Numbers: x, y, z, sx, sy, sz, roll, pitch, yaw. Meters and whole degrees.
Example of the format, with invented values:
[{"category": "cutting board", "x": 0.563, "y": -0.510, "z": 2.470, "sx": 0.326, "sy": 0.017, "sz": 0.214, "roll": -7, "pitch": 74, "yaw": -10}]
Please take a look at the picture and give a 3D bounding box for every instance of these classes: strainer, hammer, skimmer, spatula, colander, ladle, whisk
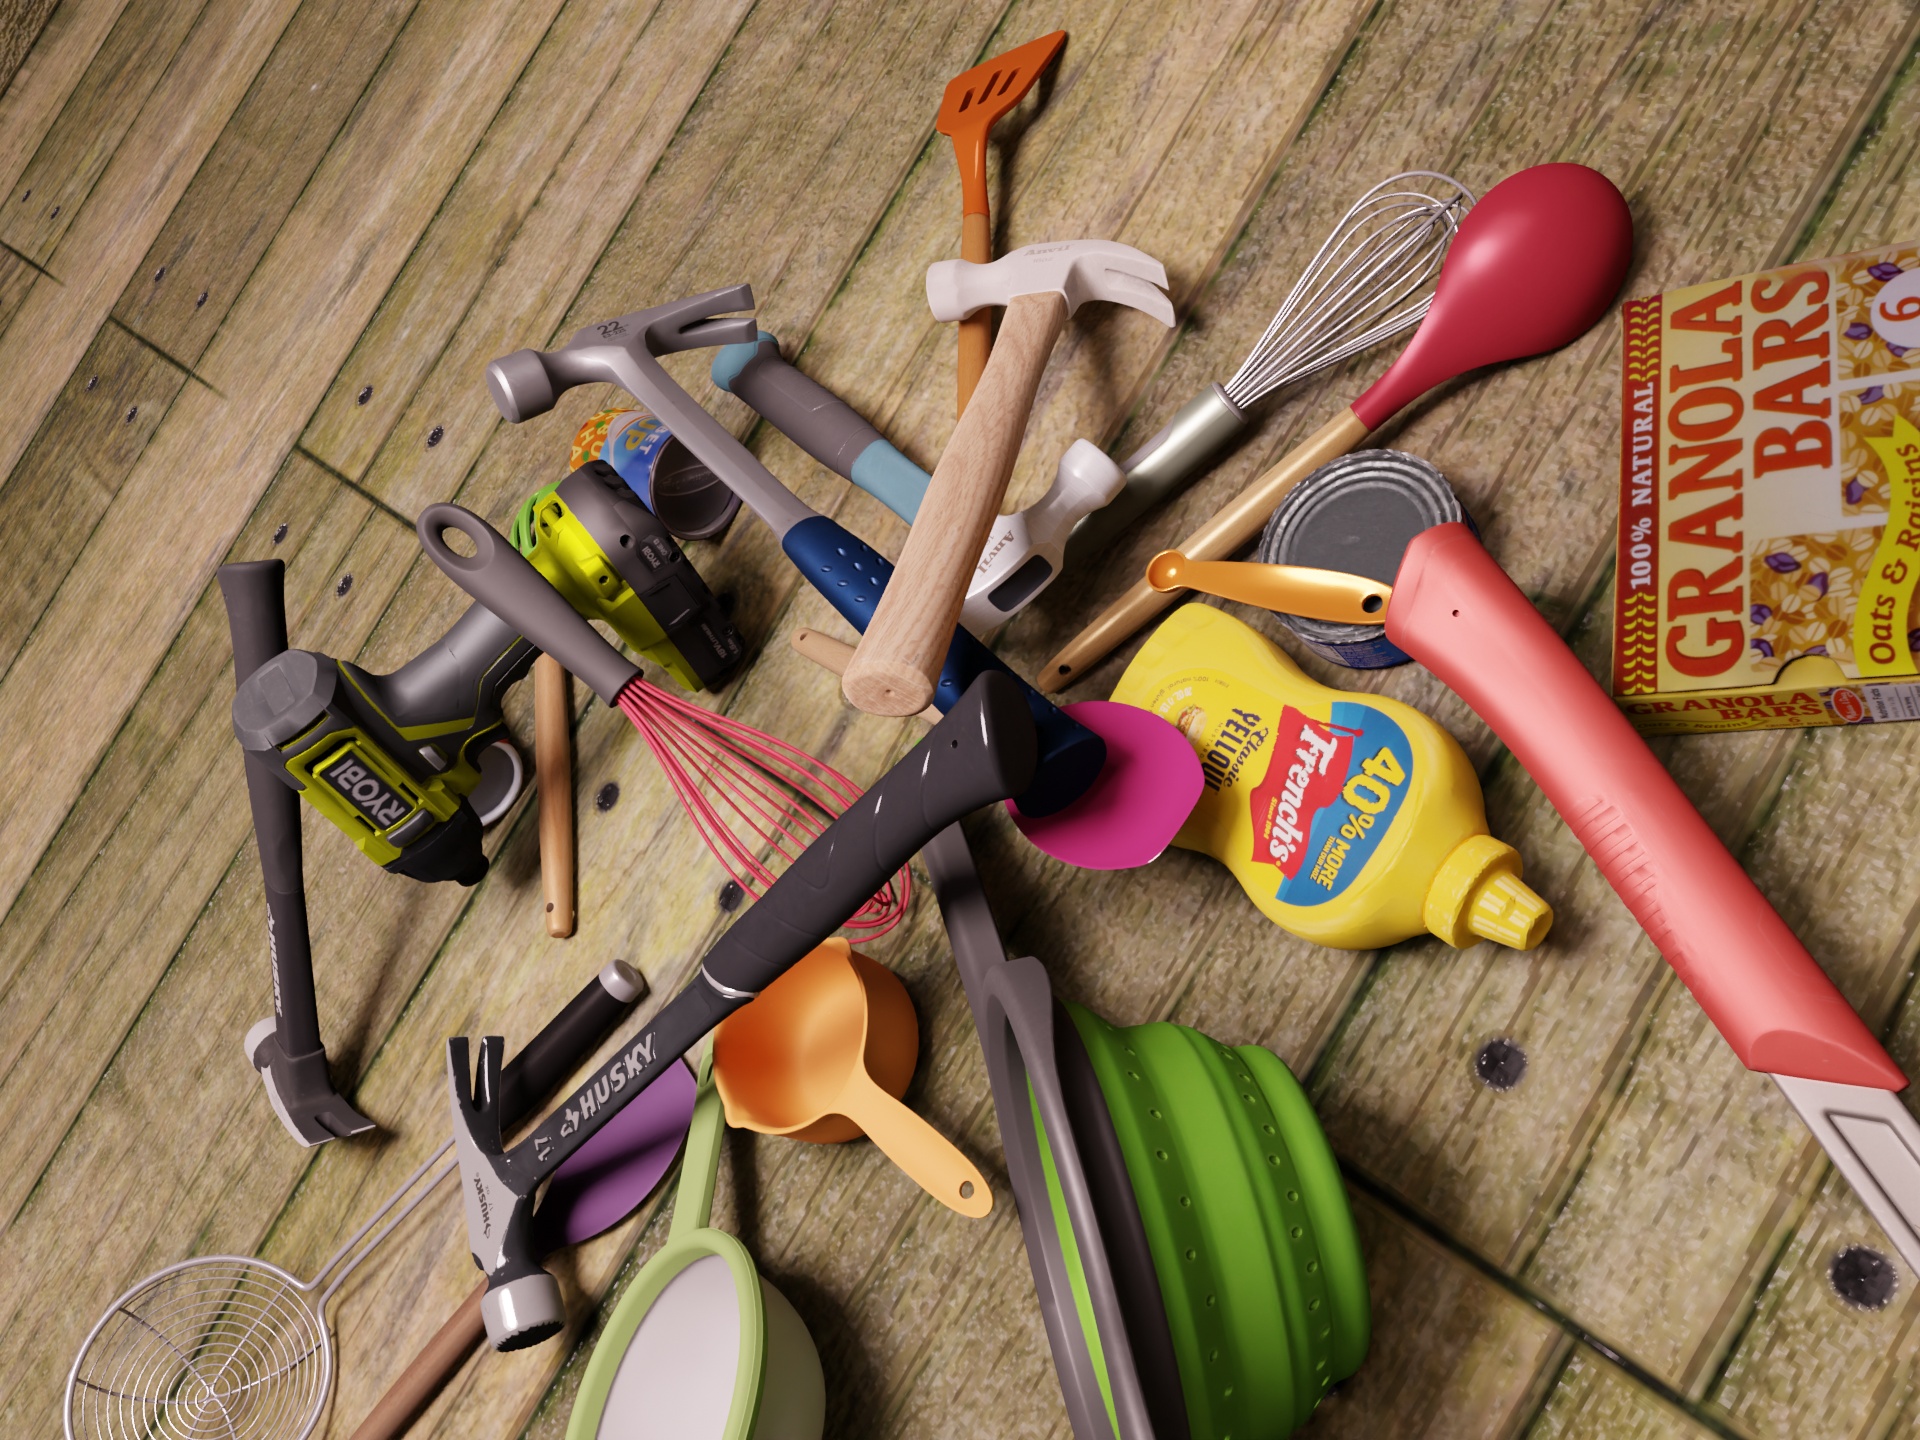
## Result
[{"category": "strainer", "x": -0.099, "y": 0.254, "z": 0.687, "sx": 0.151, "sy": 0.069, "sz": 0.257, "roll": -41, "pitch": 31, "yaw": 35}, {"category": "hammer", "x": -0.108, "y": 0.115, "z": 0.674, "sx": 0.409, "sy": 0.036, "sz": 0.149, "roll": -44, "pitch": 56, "yaw": 30}, {"category": "skimmer", "x": -0.305, "y": 0.254, "z": 0.812, "sx": 0.363, "sy": 0.090, "sz": 0.127, "roll": -45, "pitch": 73, "yaw": 9}, {"category": "spatula", "x": -0.234, "y": 0.290, "z": 0.791, "sx": 0.316, "sy": 0.018, "sz": 0.060, "roll": -49, "pitch": 50, "yaw": 6}, {"category": "colander", "x": 0.058, "y": 0.126, "z": 0.600, "sx": 0.094, "sy": 0.204, "sz": 0.398, "roll": -12, "pitch": 38, "yaw": -6}, {"category": "ladle", "x": 0.150, "y": -0.113, "z": 0.680, "sx": 0.315, "sy": 0.069, "sz": 0.031, "roll": -41, "pitch": 8, "yaw": 20}, {"category": "whisk", "x": -0.141, "y": -0.003, "z": 0.742, "sx": 0.296, "sy": 0.073, "sz": 0.073, "roll": 41, "pitch": 97, "yaw": 4}, {"category": "spatula", "x": 0.014, "y": -0.244, "z": 0.858, "sx": 0.081, "sy": 0.041, "sz": 0.323, "roll": -11, "pitch": 67, "yaw": 32}, {"category": "hammer", "x": -0.050, "y": -0.139, "z": 0.823, "sx": 0.128, "sy": 0.033, "sz": 0.331, "roll": -49, "pitch": 42, "yaw": 2}, {"category": "whisk", "x": 0.126, "y": -0.148, "z": 0.712, "sx": 0.246, "sy": 0.059, "sz": 0.058, "roll": -40, "pitch": 10, "yaw": 21}, {"category": "hammer", "x": -0.071, "y": -0.094, "z": 0.725, "sx": 0.144, "sy": 0.035, "sz": 0.406, "roll": -28, "pitch": 49, "yaw": -22}, {"category": "hammer", "x": 0.251, "y": 0.072, "z": 0.490, "sx": 0.149, "sy": 0.036, "sz": 0.359, "roll": -37, "pitch": 60, "yaw": 18}, {"category": "hammer", "x": 0.014, "y": -0.122, "z": 0.691, "sx": 0.130, "sy": 0.031, "sz": 0.332, "roll": -4, "pitch": 42, "yaw": 21}, {"category": "hammer", "x": -0.366, "y": 0.074, "z": 0.860, "sx": 0.146, "sy": 0.035, "sz": 0.334, "roll": 27, "pitch": 120, "yaw": 48}]

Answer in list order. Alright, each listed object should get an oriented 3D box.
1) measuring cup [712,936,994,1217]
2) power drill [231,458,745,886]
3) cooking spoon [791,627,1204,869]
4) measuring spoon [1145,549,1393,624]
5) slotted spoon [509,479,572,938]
[{"category": "measuring cup", "x": -0.034, "y": 0.161, "z": 0.681, "sx": 0.174, "sy": 0.052, "sz": 0.095, "roll": 31, "pitch": 89, "yaw": 40}, {"category": "power drill", "x": -0.234, "y": -0.016, "z": 0.831, "sx": 0.223, "sy": 0.171, "sz": 0.080, "roll": -38, "pitch": 48, "yaw": -7}, {"category": "cooking spoon", "x": -0.001, "y": -0.002, "z": 0.710, "sx": 0.069, "sy": 0.017, "sz": 0.319, "roll": -54, "pitch": 35, "yaw": -7}, {"category": "measuring spoon", "x": 0.127, "y": -0.052, "z": 0.644, "sx": 0.117, "sy": 0.011, "sz": 0.021, "roll": 14, "pitch": 77, "yaw": 37}, {"category": "slotted spoon", "x": -0.240, "y": -0.019, "z": 0.937, "sx": 0.070, "sy": 0.031, "sz": 0.314, "roll": -25, "pitch": 58, "yaw": 24}]
